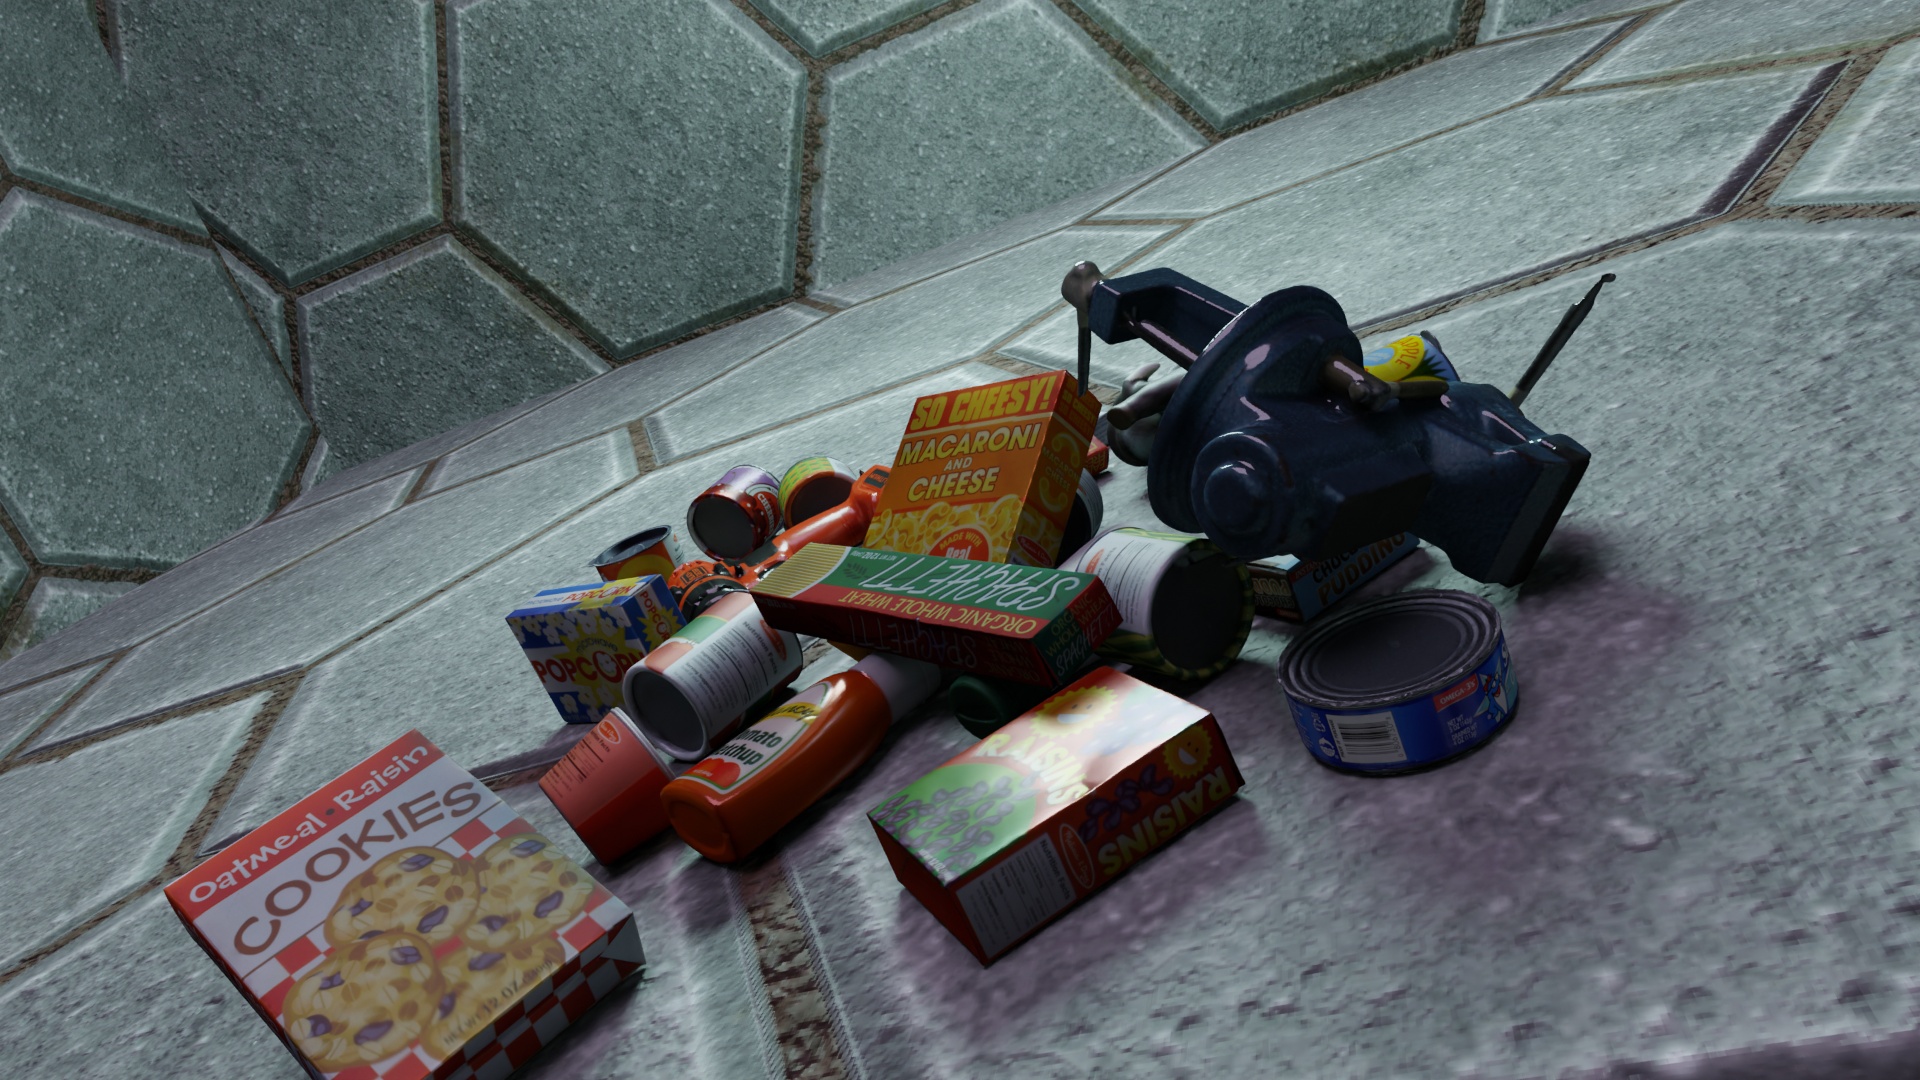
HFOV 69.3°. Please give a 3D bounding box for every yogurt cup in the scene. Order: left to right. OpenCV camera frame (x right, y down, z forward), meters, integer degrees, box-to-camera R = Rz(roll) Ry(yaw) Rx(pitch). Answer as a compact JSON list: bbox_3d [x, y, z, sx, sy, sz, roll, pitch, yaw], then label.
[{"bbox_3d":[-0.175,0.127,0.701,0.054,0.072,0.072,-38,21,-19],"label":"yogurt cup"}]

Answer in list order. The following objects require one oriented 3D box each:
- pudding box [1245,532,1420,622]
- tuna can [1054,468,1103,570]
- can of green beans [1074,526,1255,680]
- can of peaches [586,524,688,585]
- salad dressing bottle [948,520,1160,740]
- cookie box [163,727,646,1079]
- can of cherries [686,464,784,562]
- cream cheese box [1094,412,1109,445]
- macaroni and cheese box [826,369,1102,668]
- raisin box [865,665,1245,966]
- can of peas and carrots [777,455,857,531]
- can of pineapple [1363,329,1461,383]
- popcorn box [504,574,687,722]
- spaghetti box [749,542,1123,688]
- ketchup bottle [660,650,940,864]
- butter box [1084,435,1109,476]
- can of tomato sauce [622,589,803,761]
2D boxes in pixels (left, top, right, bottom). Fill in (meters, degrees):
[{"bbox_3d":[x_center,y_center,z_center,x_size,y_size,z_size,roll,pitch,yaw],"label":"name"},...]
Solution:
[{"bbox_3d":[0.177,0.005,0.678,0.084,0.030,0.049,-30,18,-23],"label":"pudding box"},{"bbox_3d":[0.050,-0.016,0.840,0.071,0.071,0.033,-14,18,28],"label":"tuna can"},{"bbox_3d":[0.095,0.029,0.649,0.071,0.071,0.058,-31,20,-25],"label":"can of green beans"},{"bbox_3d":[-0.246,0.029,1.086,0.071,0.058,0.071,-21,18,7],"label":"can of peaches"},{"bbox_3d":[0.053,0.044,0.696,0.064,0.044,0.148,-1,29,47],"label":"salad dressing bottle"},{"bbox_3d":[-0.236,0.164,0.591,0.168,0.040,0.123,27,46,32],"label":"cookie box"},{"bbox_3d":[-0.180,-0.021,1.140,0.071,0.071,0.059,-13,19,28],"label":"can of cherries"},{"bbox_3d":[0.062,-0.065,1.038,0.104,0.024,0.053,-32,21,-26],"label":"cream cheese box"},{"bbox_3d":[0.003,-0.010,0.788,0.123,0.040,0.167,-5,57,44],"label":"macaroni and cheese box"},{"bbox_3d":[0.036,0.103,0.548,0.124,0.040,0.086,-30,18,-18],"label":"raisin box"},{"bbox_3d":[-0.107,-0.026,1.064,0.071,0.070,0.059,-25,18,-6],"label":"can of peas and carrots"},{"bbox_3d":[0.239,-0.076,0.774,0.058,0.071,0.071,-25,17,-4],"label":"can of pineapple"},{"bbox_3d":[-0.224,0.071,0.888,0.126,0.085,0.038,-8,24,39],"label":"popcorn box"},{"bbox_3d":[-0.023,0.032,0.699,0.050,0.028,0.250,-41,26,-28],"label":"spaghetti box"},{"bbox_3d":[-0.073,0.099,0.688,0.149,0.043,0.064,-35,21,-35],"label":"ketchup bottle"},{"bbox_3d":[0.048,-0.049,0.972,0.104,0.024,0.053,-29,51,-20],"label":"butter box"},{"bbox_3d":[-0.143,0.078,0.801,0.071,0.071,0.083,-7,24,41],"label":"can of tomato sauce"}]
